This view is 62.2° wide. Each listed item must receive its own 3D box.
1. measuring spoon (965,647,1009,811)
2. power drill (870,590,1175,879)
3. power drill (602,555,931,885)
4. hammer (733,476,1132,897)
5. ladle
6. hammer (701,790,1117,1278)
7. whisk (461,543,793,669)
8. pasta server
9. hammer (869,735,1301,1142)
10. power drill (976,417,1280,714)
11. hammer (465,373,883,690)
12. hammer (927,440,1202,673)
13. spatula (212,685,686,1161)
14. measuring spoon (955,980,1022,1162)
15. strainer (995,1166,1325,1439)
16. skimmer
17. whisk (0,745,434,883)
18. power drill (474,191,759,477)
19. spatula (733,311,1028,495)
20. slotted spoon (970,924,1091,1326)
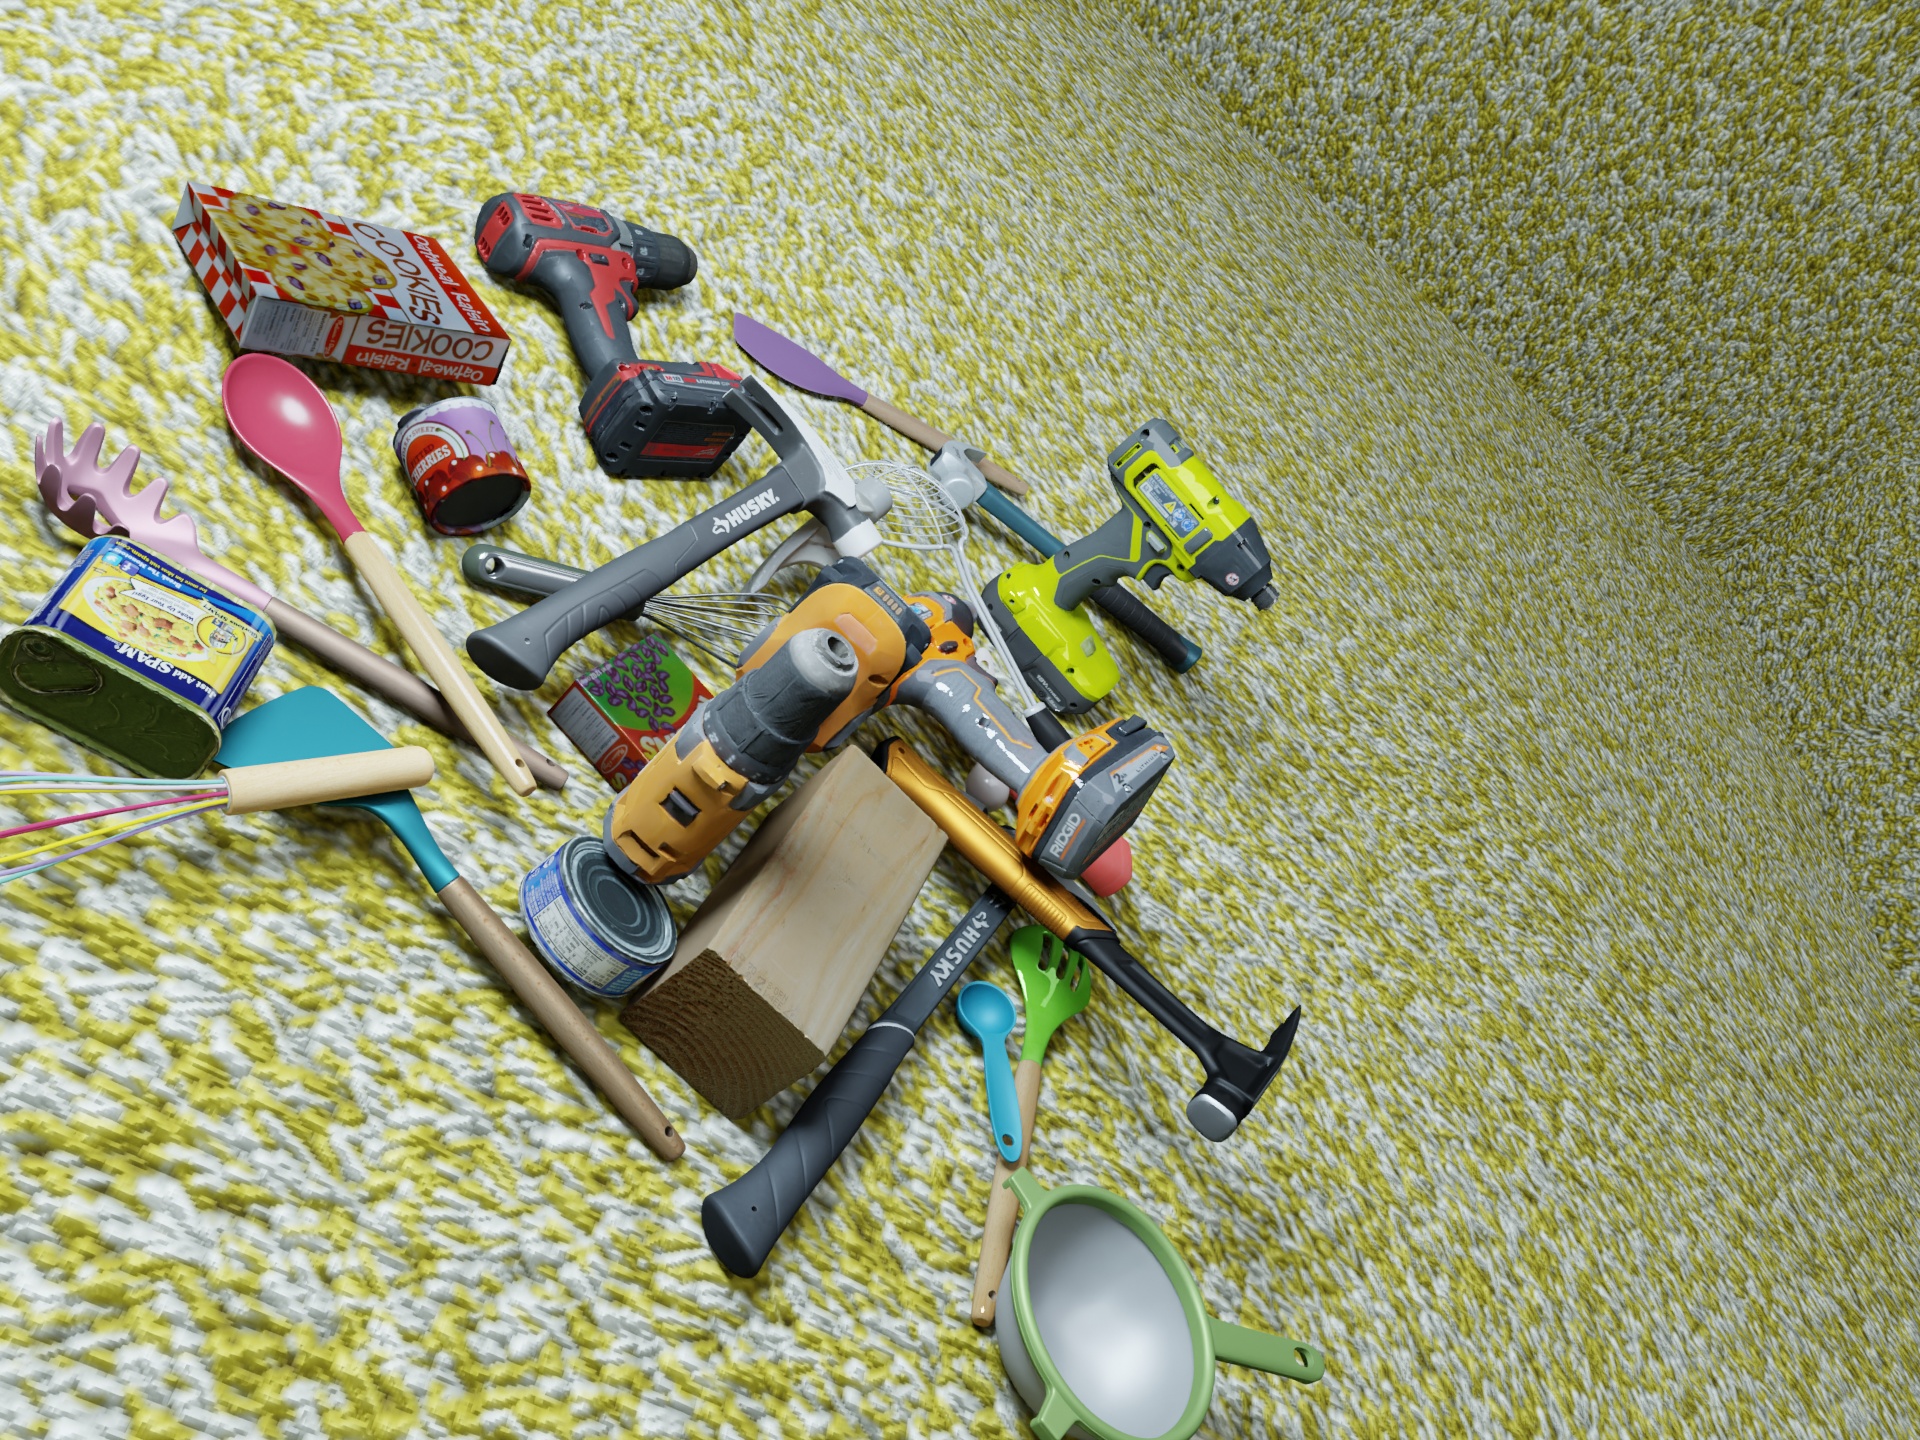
[{"bbox_3d":[0.021,0.004,1.152,0.034,0.018,0.124,7,72,-28],"label":"measuring spoon"},{"bbox_3d":[0.028,-0.007,1.079,0.226,0.084,0.164,36,34,14],"label":"power drill"},{"bbox_3d":[-0.093,-0.017,0.905,0.084,0.185,0.226,44,32,-4],"label":"power drill"},{"bbox_3d":[-0.002,-0.004,1.174,0.359,0.037,0.149,50,58,-9],"label":"hammer"},{"bbox_3d":[-0.323,-0.083,0.889,0.315,0.031,0.069,52,34,15],"label":"ladle"},{"bbox_3d":[-0.030,0.184,0.966,0.149,0.036,0.409,36,36,6],"label":"hammer"},{"bbox_3d":[-0.202,-0.074,1.029,0.246,0.059,0.058,13,93,-35],"label":"whisk"},{"bbox_3d":[-0.344,-0.051,0.853,0.316,0.040,0.060,34,25,-23],"label":"pasta server"},{"bbox_3d":[0.073,0.125,1.050,0.337,0.034,0.127,41,38,11],"label":"hammer"},{"bbox_3d":[0.134,-0.110,1.282,0.171,0.223,0.080,50,34,0],"label":"power drill"},{"bbox_3d":[-0.182,-0.111,1.004,0.146,0.035,0.335,56,42,-7],"label":"hammer"},{"bbox_3d":[0.099,-0.139,1.424,0.330,0.033,0.128,36,21,-26],"label":"hammer"},{"bbox_3d":[-0.251,0.108,0.820,0.317,0.044,0.082,52,33,-5],"label":"spatula"},{"bbox_3d":[0.019,0.224,1.006,0.042,0.021,0.129,12,44,-23],"label":"measuring spoon"},{"bbox_3d":[0.110,0.368,0.935,0.256,0.069,0.152,26,39,-32],"label":"strainer"},{"bbox_3d":[0.008,-0.051,1.259,0.127,0.090,0.363,-29,91,-55],"label":"skimmer"},{"bbox_3d":[-0.355,0.039,0.721,0.245,0.047,0.051,-9,99,-44],"label":"whisk"},{"bbox_3d":[-0.235,-0.290,1.176,0.188,0.080,0.227,-8,61,-52],"label":"power drill"},{"bbox_3d":[-0.064,-0.268,1.394,0.315,0.018,0.060,24,41,-31],"label":"spatula"},{"bbox_3d":[0.042,0.243,1.017,0.070,0.031,0.314,33,38,-13],"label":"slotted spoon"}]
